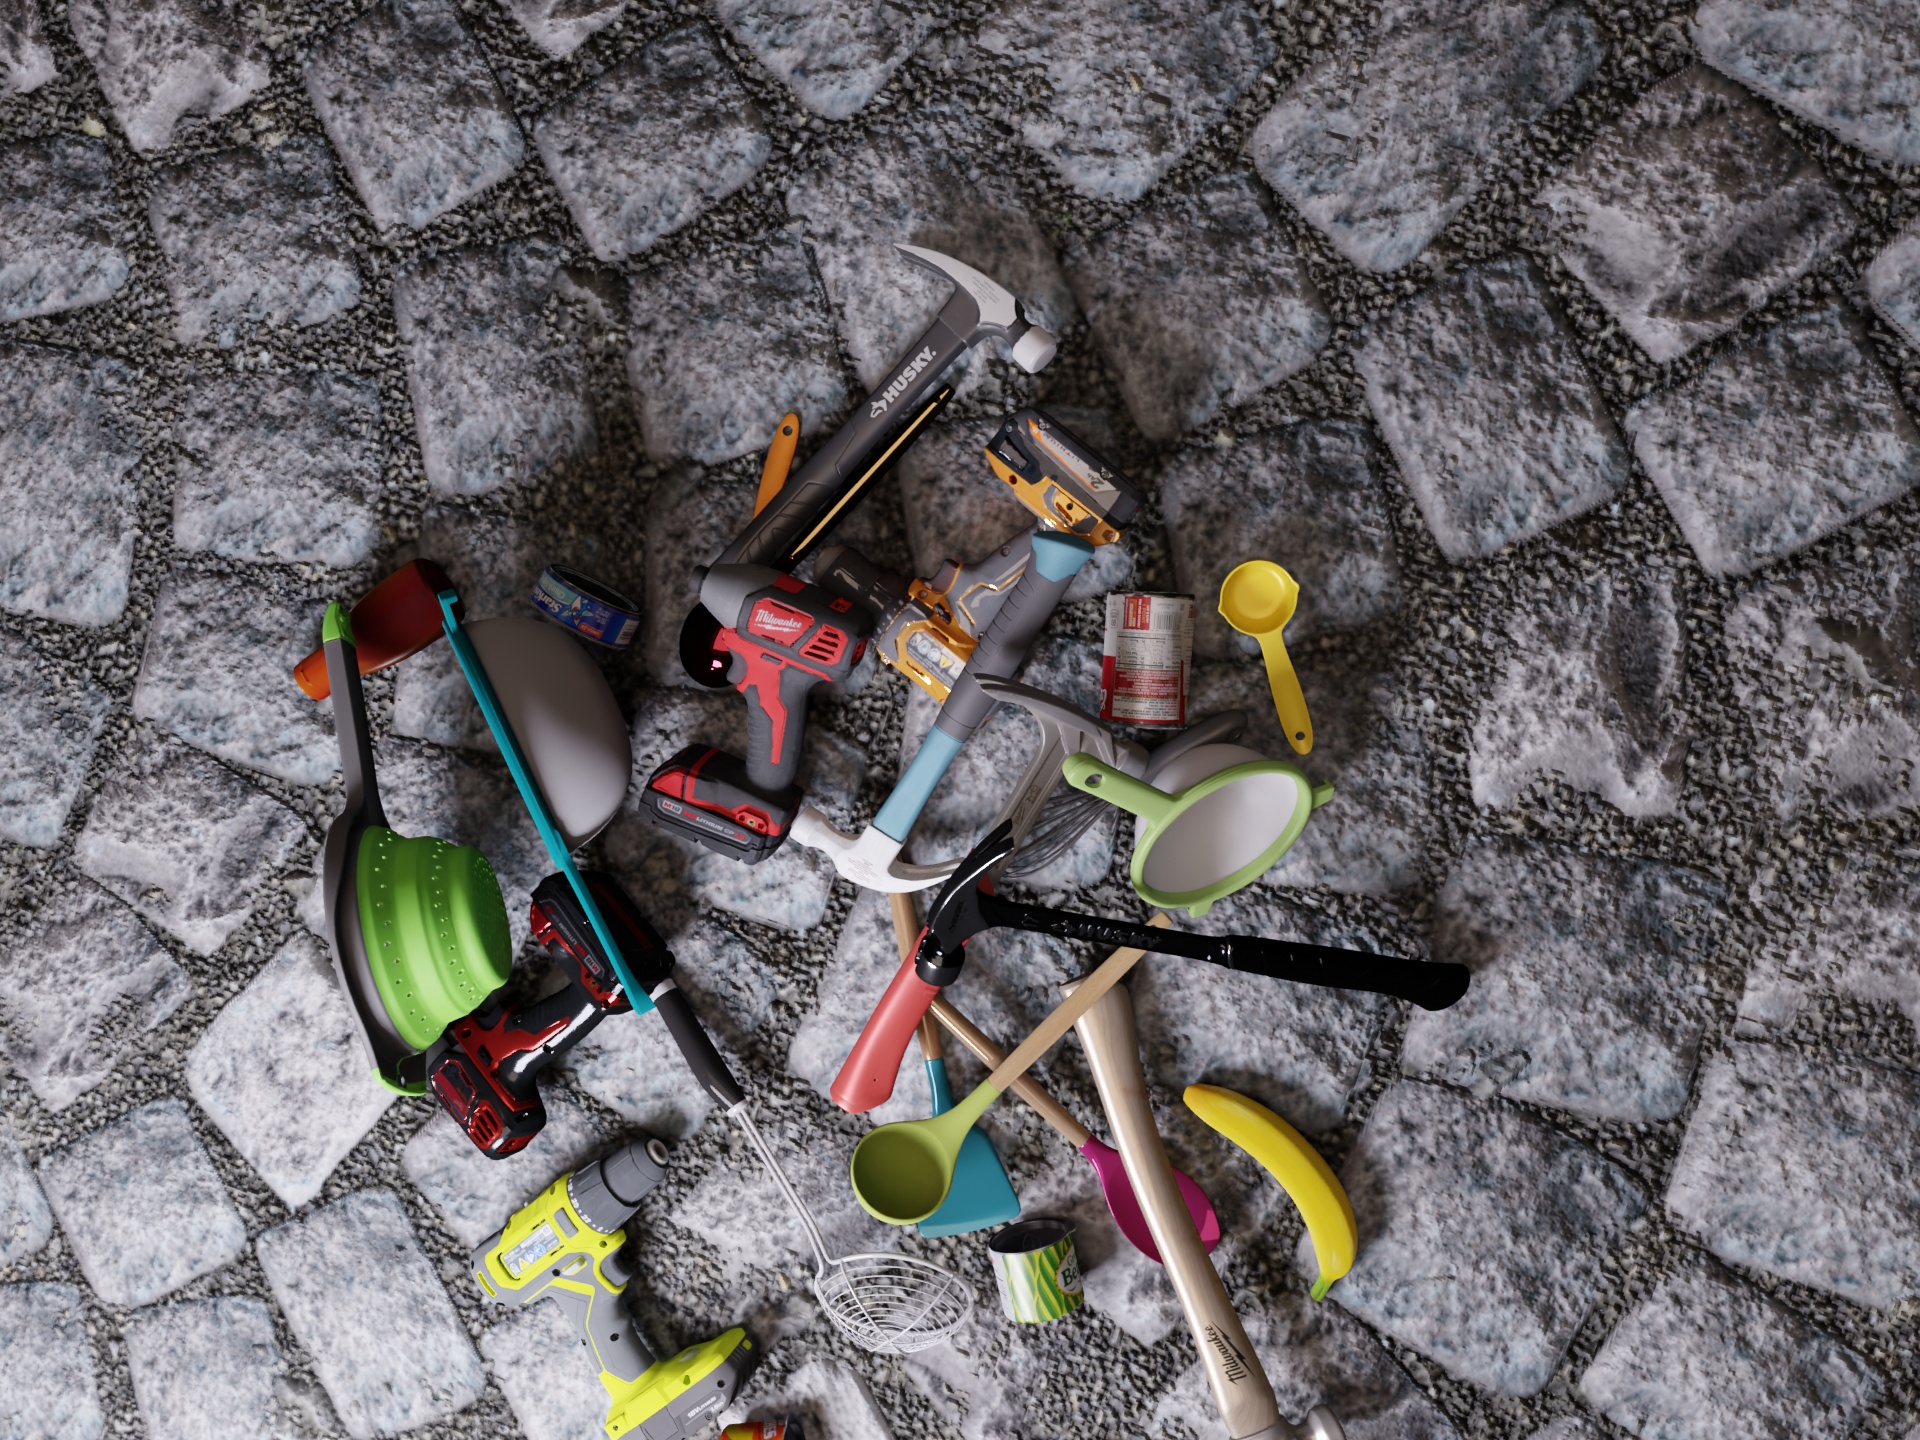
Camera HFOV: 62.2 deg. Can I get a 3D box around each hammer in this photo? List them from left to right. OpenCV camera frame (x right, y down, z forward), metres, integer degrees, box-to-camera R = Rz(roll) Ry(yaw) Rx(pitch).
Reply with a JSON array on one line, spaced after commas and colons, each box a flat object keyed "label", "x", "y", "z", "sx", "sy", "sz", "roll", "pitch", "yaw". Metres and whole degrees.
[{"label": "hammer", "x": -0.090, "y": -0.217, "z": 1.231, "sx": 0.146, "sy": 0.035, "sz": 0.335, "roll": 45, "pitch": 97, "yaw": 11}, {"label": "hammer", "x": -0.009, "y": 0.141, "z": 1.190, "sx": 0.149, "sy": 0.037, "sz": 0.359, "roll": 25, "pitch": 105, "yaw": -23}, {"label": "hammer", "x": -0.002, "y": -0.004, "z": 1.190, "sx": 0.128, "sy": 0.033, "sz": 0.331, "roll": 33, "pitch": 114, "yaw": 2}, {"label": "hammer", "x": 0.156, "y": 0.396, "z": 1.225, "sx": 0.146, "sy": 0.038, "sz": 0.411, "roll": -21, "pitch": 86, "yaw": -11}, {"label": "hammer", "x": 0.180, "y": 0.161, "z": 1.158, "sx": 0.408, "sy": 0.036, "sz": 0.149, "roll": 10, "pitch": 129, "yaw": -11}]

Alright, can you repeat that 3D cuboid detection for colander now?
[{"label": "colander", "x": -0.421, "y": 0.083, "z": 1.233, "sx": 0.094, "sy": 0.204, "sz": 0.397, "roll": -14, "pitch": 73, "yaw": -5}]

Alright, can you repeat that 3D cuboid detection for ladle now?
[{"label": "ladle", "x": -0.115, "y": -0.148, "z": 1.263, "sx": 0.069, "sy": 0.031, "sz": 0.315, "roll": 45, "pitch": 98, "yaw": 6}, {"label": "ladle", "x": 0.042, "y": 0.259, "z": 1.207, "sx": 0.320, "sy": 0.062, "sz": 0.078, "roll": -45, "pitch": 73, "yaw": 5}]

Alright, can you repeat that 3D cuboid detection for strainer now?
[{"label": "strainer", "x": -0.281, "y": 0.055, "z": 1.212, "sx": 0.095, "sy": 0.211, "sz": 0.340, "roll": -26, "pitch": 75, "yaw": -15}, {"label": "strainer", "x": 0.147, "y": 0.052, "z": 1.150, "sx": 0.151, "sy": 0.256, "sz": 0.069, "roll": -47, "pitch": 47, "yaw": 19}]

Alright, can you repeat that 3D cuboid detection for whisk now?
[{"label": "whisk", "x": 0.115, "y": 0.054, "z": 1.228, "sx": 0.239, "sy": 0.055, "sz": 0.055, "roll": -30, "pitch": 89, "yaw": 6}]

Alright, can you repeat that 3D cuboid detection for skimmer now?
[{"label": "skimmer", "x": -0.128, "y": 0.356, "z": 1.295, "sx": 0.363, "sy": 0.090, "sz": 0.127, "roll": 54, "pitch": 129, "yaw": 13}]

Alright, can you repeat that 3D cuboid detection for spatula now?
[{"label": "spatula", "x": -0.025, "y": 0.245, "z": 1.266, "sx": 0.082, "sy": 0.044, "sz": 0.317, "roll": -12, "pitch": 90, "yaw": -2}]

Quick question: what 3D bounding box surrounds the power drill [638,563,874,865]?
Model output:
[{"label": "power drill", "x": -0.165, "y": -0.013, "z": 1.227, "sx": 0.143, "sy": 0.078, "sz": 0.219, "roll": 23, "pitch": 111, "yaw": 3}]

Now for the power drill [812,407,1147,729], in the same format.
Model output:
[{"label": "power drill", "x": 0.010, "y": -0.132, "z": 1.217, "sx": 0.185, "sy": 0.084, "sz": 0.226, "roll": 39, "pitch": 104, "yaw": 5}]

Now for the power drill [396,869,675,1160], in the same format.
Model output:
[{"label": "power drill", "x": -0.364, "y": 0.222, "z": 1.304, "sx": 0.226, "sy": 0.080, "sz": 0.188, "roll": -47, "pitch": 72, "yaw": 12}]

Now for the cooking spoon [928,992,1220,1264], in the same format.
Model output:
[{"label": "cooking spoon", "x": 0.079, "y": 0.313, "z": 1.251, "sx": 0.319, "sy": 0.017, "sz": 0.069, "roll": 43, "pitch": 78, "yaw": -1}]

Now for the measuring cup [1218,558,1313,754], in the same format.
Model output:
[{"label": "measuring cup", "x": 0.240, "y": -0.049, "z": 1.213, "sx": 0.062, "sy": 0.029, "sz": 0.156, "roll": -17, "pitch": 103, "yaw": 11}]

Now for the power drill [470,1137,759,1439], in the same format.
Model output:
[{"label": "power drill", "x": -0.271, "y": 0.473, "z": 1.310, "sx": 0.190, "sy": 0.080, "sz": 0.228, "roll": -38, "pitch": 85, "yaw": 11}]

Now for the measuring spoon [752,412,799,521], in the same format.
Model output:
[{"label": "measuring spoon", "x": -0.152, "y": -0.190, "z": 1.272, "sx": 0.021, "sy": 0.011, "sz": 0.117, "roll": 20, "pitch": 97, "yaw": 8}]
